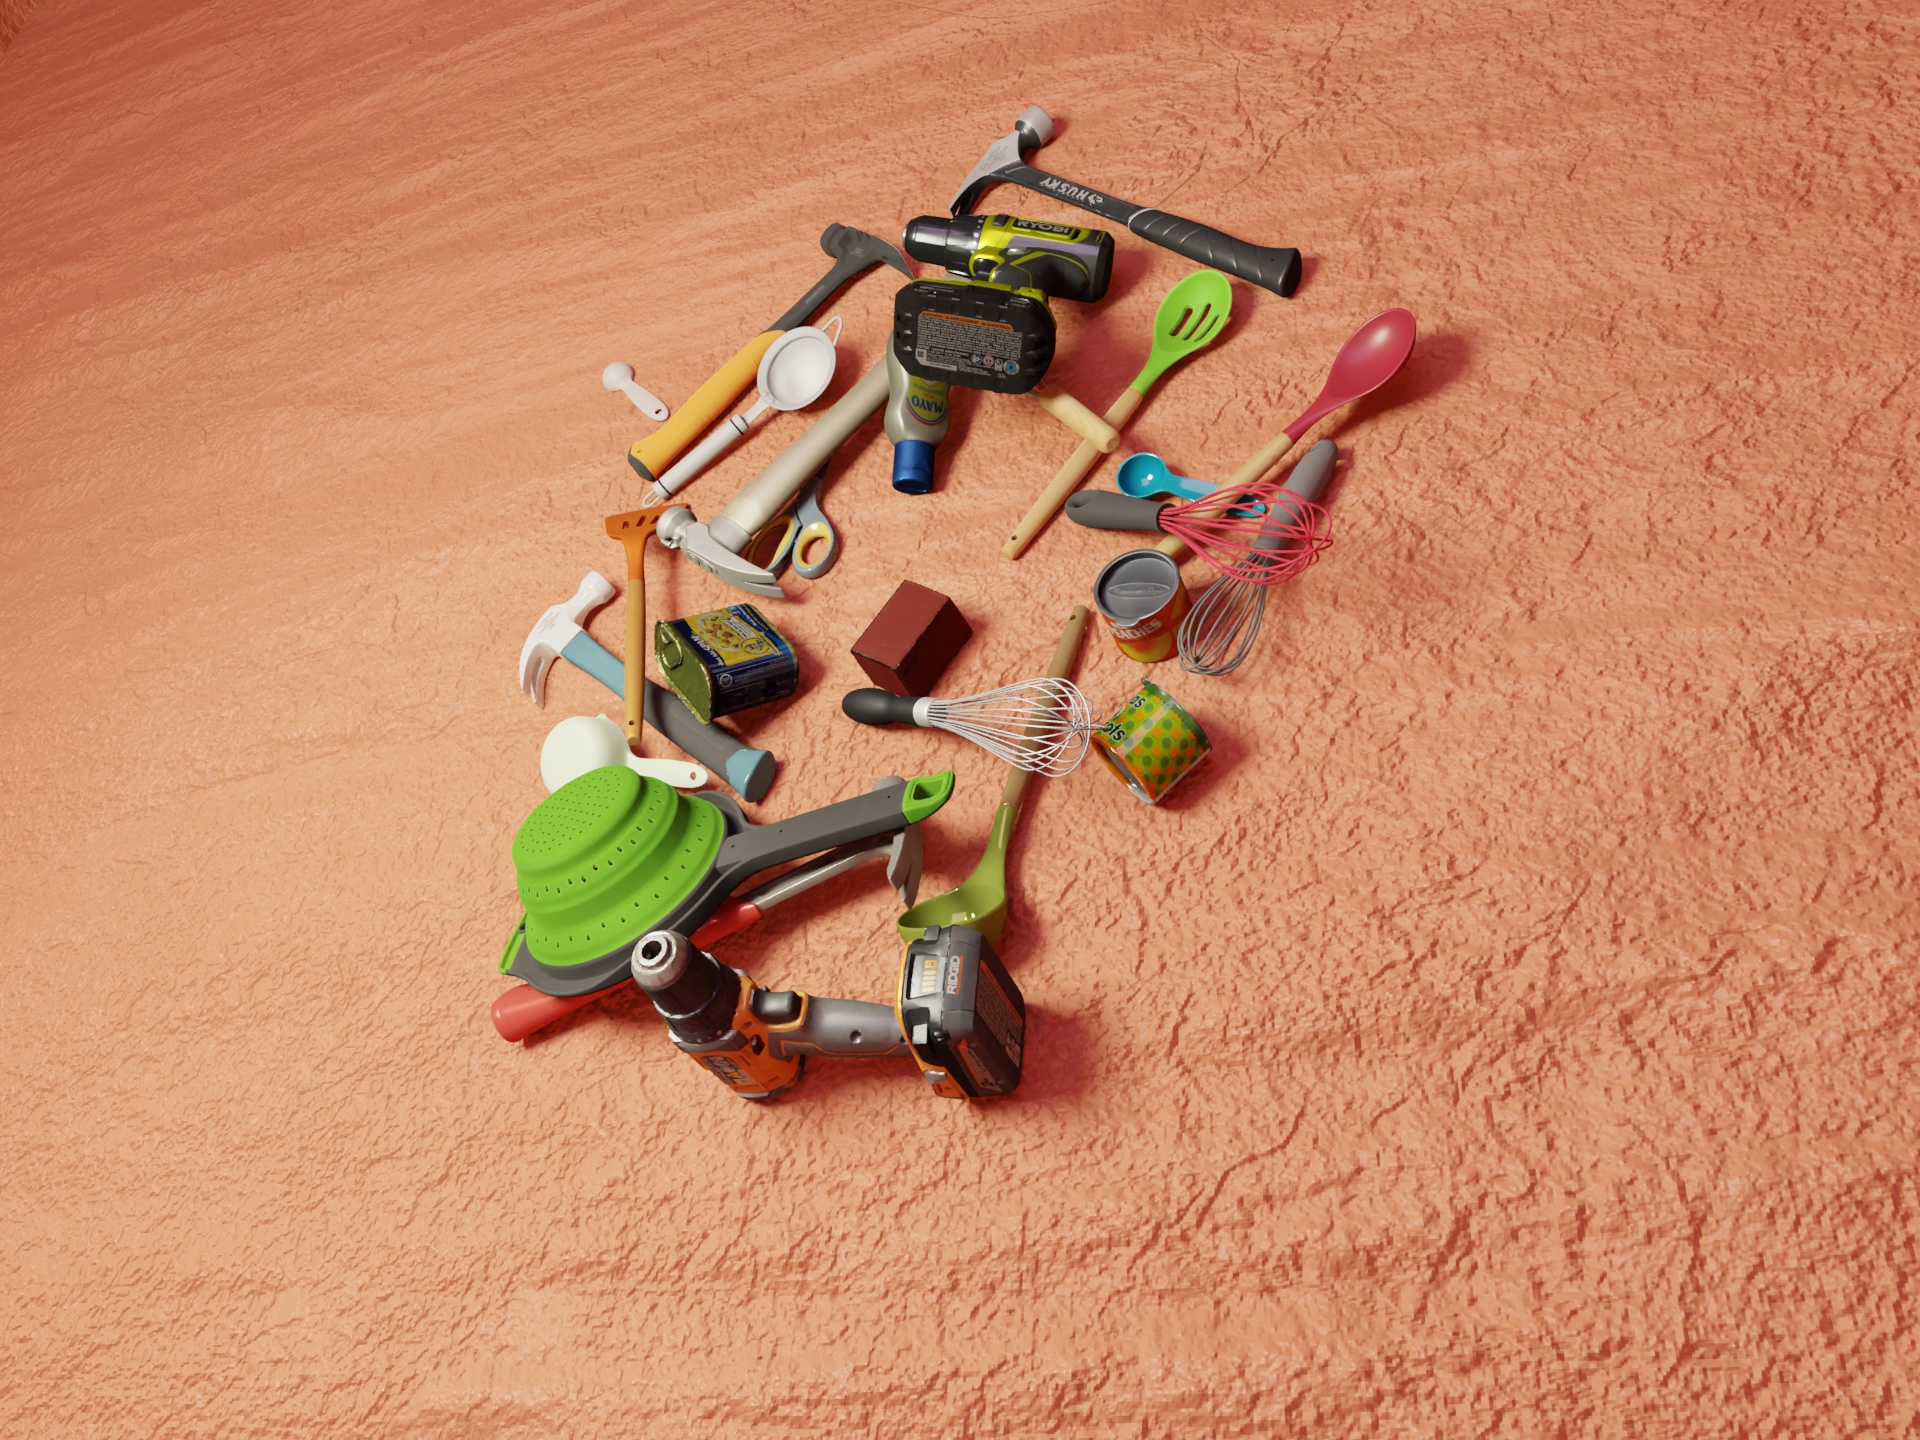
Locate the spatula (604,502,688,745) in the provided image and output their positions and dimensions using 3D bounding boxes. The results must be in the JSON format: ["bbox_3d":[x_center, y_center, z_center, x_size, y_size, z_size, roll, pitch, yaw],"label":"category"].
[{"bbox_3d":[-0.280,-0.096,1.389,0.081,0.041,0.323,-10,48,1],"label":"spatula"}]

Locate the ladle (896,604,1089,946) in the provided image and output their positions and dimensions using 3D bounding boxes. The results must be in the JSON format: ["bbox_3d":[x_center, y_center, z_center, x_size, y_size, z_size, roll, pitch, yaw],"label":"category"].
[{"bbox_3d":[0.037,0.036,1.161,0.078,0.062,0.320,-5,51,40],"label":"ladle"}]

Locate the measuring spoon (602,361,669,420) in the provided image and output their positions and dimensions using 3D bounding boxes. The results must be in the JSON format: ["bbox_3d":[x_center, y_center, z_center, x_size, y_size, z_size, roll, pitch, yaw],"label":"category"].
[{"bbox_3d":[-0.332,-0.337,1.622,0.034,0.018,0.124,-43,51,-7],"label":"measuring spoon"}]

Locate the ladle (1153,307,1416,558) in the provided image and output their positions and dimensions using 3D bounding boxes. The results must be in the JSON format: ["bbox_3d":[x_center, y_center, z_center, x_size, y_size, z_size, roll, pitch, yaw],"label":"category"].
[{"bbox_3d":[0.235,-0.201,1.234,0.315,0.031,0.069,-43,36,0],"label":"ladle"}]

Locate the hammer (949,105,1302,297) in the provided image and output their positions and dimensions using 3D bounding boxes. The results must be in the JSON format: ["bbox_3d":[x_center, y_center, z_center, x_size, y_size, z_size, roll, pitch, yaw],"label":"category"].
[{"bbox_3d":[0.152,-0.466,1.472,0.149,0.036,0.409,-47,51,-9],"label":"hammer"}]

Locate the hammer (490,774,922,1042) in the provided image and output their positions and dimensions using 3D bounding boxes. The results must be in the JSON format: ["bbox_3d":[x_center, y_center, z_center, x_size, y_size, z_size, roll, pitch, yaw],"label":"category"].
[{"bbox_3d":[-0.191,0.158,1.172,0.359,0.036,0.149,-26,25,11],"label":"hammer"}]

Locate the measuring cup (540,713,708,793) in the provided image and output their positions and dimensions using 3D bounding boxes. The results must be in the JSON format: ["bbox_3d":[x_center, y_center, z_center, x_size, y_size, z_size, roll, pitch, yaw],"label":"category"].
[{"bbox_3d":[-0.277,0.037,1.294,0.168,0.038,0.083,6,87,34],"label":"measuring cup"}]

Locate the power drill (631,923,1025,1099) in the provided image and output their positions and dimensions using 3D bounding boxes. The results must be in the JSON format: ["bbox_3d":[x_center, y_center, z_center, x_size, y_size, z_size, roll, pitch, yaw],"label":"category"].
[{"bbox_3d":[-0.089,0.185,1.034,0.226,0.185,0.084,-6,54,18],"label":"power drill"}]

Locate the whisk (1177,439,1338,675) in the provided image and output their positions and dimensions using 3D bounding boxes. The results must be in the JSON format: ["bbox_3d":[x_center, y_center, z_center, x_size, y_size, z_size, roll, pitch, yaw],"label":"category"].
[{"bbox_3d":[0.228,-0.125,1.189,0.055,0.055,0.239,17,62,33],"label":"whisk"}]

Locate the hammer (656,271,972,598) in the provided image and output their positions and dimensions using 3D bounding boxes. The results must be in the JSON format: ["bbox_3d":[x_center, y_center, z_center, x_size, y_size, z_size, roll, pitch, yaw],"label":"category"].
[{"bbox_3d":[-0.089,-0.279,1.439,0.146,0.038,0.411,30,69,32],"label":"hammer"}]

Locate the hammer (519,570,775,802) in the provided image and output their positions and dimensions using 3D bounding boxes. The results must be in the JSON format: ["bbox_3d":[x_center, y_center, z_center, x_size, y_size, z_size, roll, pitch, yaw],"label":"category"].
[{"bbox_3d":[-0.267,-0.020,1.359,0.331,0.033,0.128,31,74,38],"label":"hammer"}]

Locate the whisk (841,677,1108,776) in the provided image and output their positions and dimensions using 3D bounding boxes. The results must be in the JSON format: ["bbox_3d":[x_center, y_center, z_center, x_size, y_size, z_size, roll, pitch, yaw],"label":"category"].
[{"bbox_3d":[-0.003,-0.004,1.171,0.285,0.070,0.070,6,59,50],"label":"whisk"}]

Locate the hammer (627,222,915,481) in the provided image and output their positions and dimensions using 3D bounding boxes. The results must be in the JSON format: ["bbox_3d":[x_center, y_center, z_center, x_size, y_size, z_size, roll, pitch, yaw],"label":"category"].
[{"bbox_3d":[-0.194,-0.357,1.561,0.337,0.034,0.127,-47,50,-10],"label":"hammer"}]

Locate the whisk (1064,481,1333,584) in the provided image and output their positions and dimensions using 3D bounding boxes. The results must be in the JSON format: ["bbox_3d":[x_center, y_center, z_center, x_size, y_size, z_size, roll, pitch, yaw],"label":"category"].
[{"bbox_3d":[0.166,-0.149,1.186,0.073,0.073,0.296,-49,31,-12],"label":"whisk"}]

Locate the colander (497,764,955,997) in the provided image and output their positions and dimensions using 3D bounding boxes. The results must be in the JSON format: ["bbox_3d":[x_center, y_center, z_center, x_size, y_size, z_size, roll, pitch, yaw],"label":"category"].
[{"bbox_3d":[-0.194,0.077,1.160,0.397,0.094,0.205,-18,31,23],"label":"colander"}]

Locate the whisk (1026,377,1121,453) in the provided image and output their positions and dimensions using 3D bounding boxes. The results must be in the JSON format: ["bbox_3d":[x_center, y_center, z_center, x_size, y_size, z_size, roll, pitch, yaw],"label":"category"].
[{"bbox_3d":[0.069,-0.289,1.370,0.051,0.047,0.245,-45,45,4],"label":"whisk"}]

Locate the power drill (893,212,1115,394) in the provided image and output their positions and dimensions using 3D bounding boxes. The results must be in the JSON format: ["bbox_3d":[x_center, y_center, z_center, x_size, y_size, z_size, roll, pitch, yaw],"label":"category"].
[{"bbox_3d":[0.020,-0.376,1.378,0.190,0.080,0.229,12,40,9],"label":"power drill"}]

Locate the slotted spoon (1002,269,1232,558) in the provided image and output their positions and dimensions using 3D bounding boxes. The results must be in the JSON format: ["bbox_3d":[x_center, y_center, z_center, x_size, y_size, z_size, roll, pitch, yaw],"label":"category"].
[{"bbox_3d":[0.131,-0.257,1.341,0.070,0.031,0.314,28,74,38],"label":"slotted spoon"}]

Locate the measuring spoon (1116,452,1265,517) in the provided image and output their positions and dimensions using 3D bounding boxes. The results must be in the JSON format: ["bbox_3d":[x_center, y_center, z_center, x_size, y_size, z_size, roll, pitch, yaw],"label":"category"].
[{"bbox_3d":[0.185,-0.180,1.271,0.129,0.021,0.042,21,76,25],"label":"measuring spoon"}]

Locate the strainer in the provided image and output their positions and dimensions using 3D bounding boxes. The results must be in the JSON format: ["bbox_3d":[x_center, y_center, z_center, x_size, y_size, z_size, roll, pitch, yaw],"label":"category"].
[{"bbox_3d":[-0.203,-0.287,1.513,0.258,0.050,0.087,-39,61,3],"label":"strainer"}]
